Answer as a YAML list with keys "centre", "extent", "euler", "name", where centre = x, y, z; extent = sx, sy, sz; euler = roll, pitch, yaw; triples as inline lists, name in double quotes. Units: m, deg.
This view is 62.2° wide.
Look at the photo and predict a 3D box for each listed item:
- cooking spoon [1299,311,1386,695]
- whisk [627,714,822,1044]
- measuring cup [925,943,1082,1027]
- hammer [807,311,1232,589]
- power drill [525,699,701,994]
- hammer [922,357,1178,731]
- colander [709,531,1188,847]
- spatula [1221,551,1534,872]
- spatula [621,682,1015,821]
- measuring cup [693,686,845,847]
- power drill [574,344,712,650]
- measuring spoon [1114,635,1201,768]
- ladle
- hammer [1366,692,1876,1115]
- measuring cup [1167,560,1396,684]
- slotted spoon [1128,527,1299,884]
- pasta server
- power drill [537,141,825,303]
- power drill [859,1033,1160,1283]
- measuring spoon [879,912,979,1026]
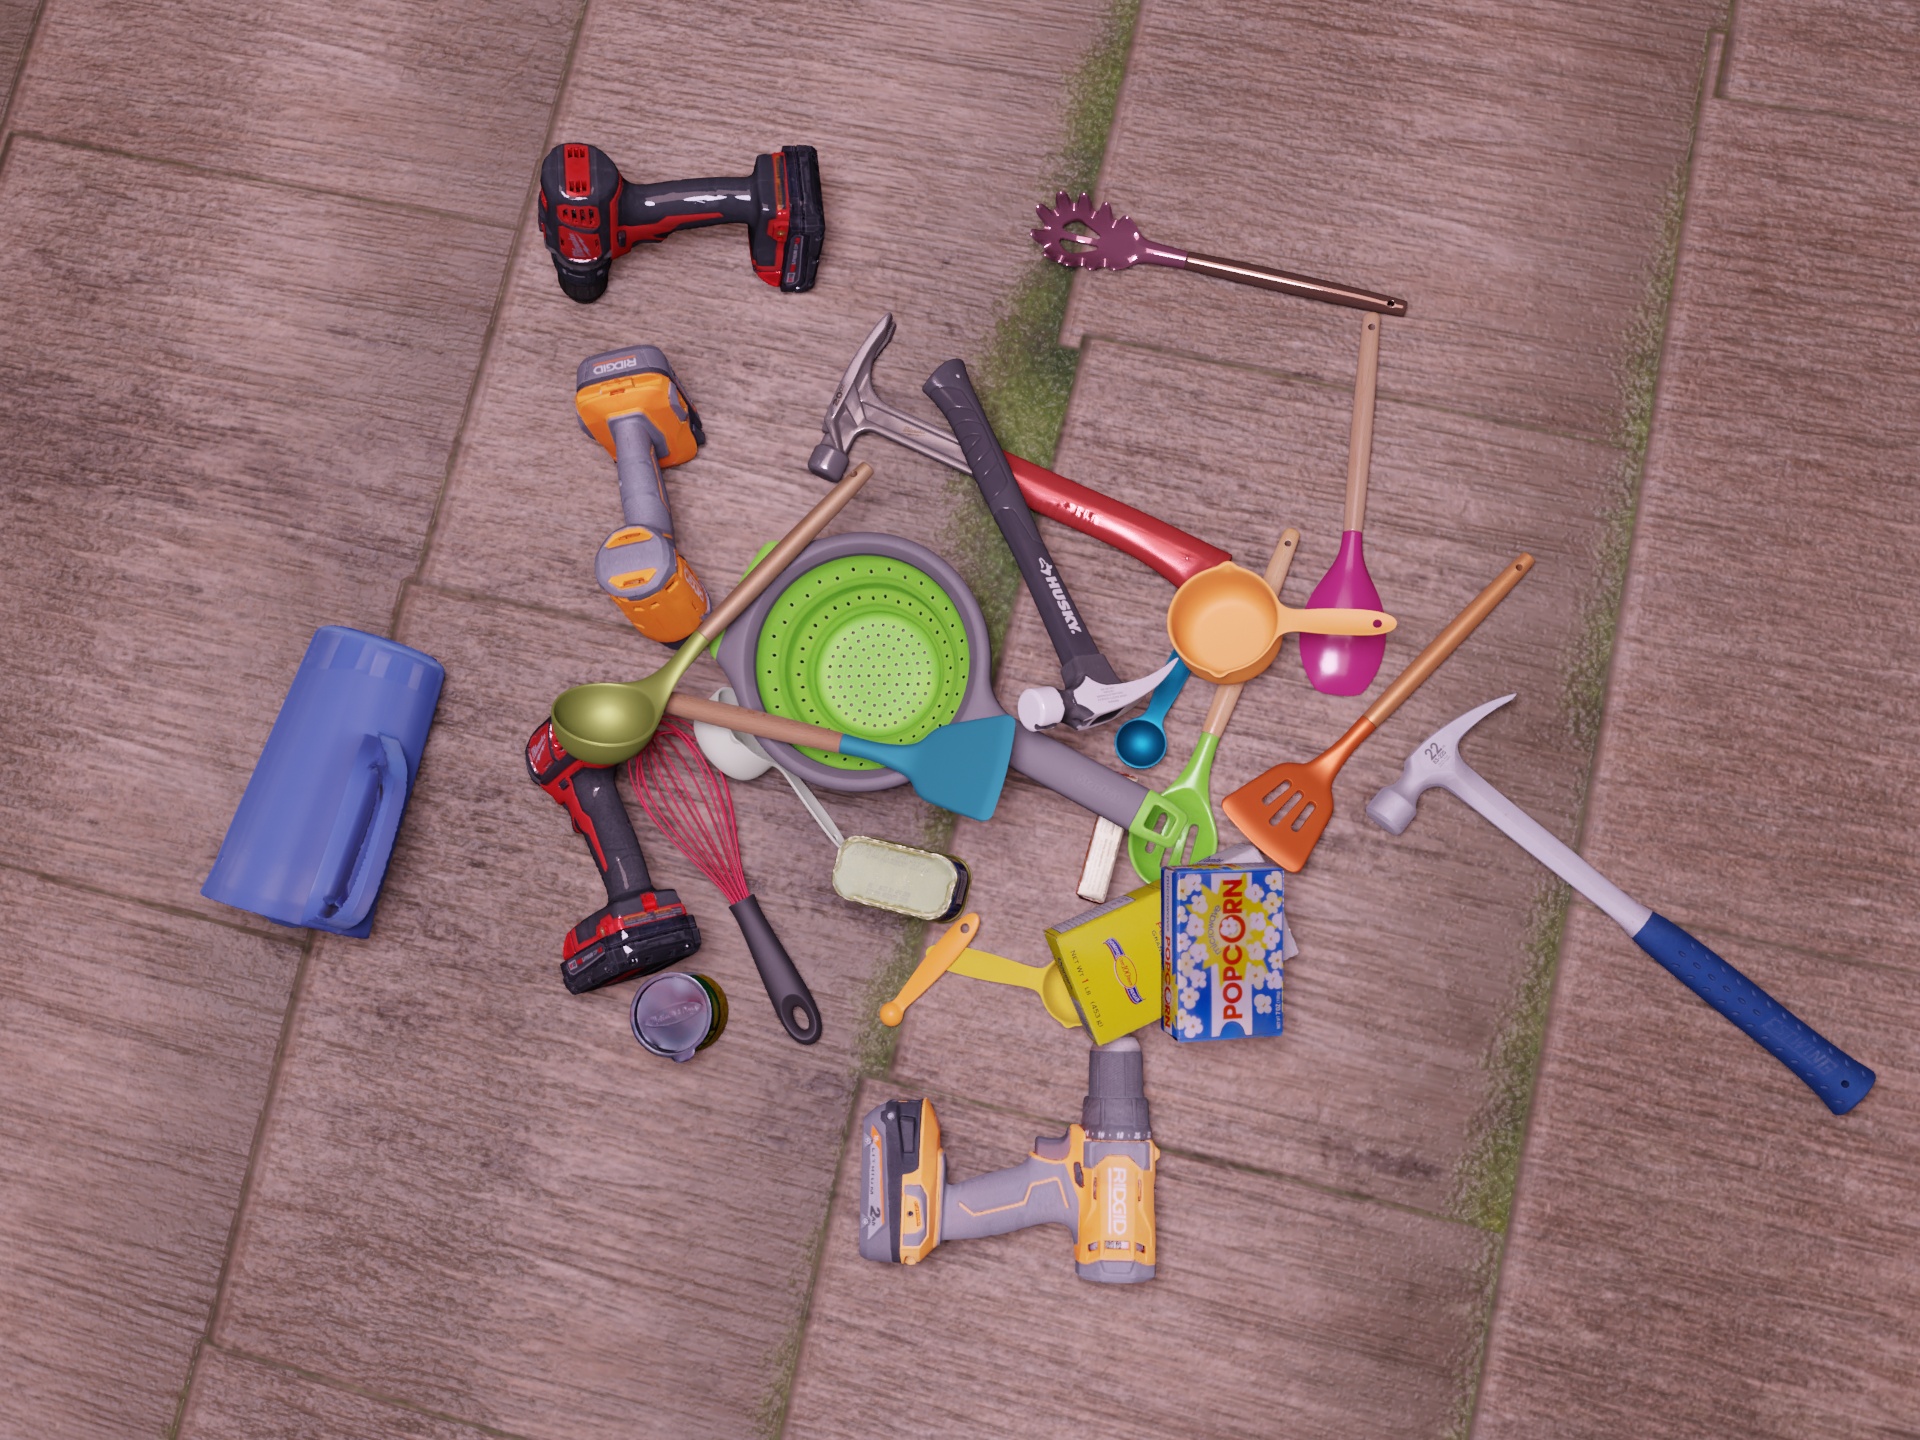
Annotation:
- centre: [0.321, -0.178, 1.292]
  extent: [0.069, 0.017, 0.319]
  euler: [6, 83, 7]
  name: "cooking spoon"
- centre: [-0.187, 0.129, 1.290]
  extent: [0.073, 0.073, 0.296]
  euler: [-28, 87, 2]
  name: "whisk"
- centre: [0.048, 0.203, 1.271]
  extent: [0.156, 0.029, 0.062]
  euler: [11, 83, 20]
  name: "measuring cup"
- centre: [0.059, -0.205, 1.318]
  extent: [0.359, 0.036, 0.149]
  euler: [25, 86, 10]
  name: "hammer"
- centre: [-0.291, 0.098, 1.271]
  extent: [0.078, 0.143, 0.220]
  euler: [-10, 77, -38]
  name: "power drill"
- centre: [0.053, -0.147, 1.251]
  extent: [0.146, 0.035, 0.335]
  euler: [-9, 66, -35]
  name: "hammer"
- centre: [-0.002, -0.004, 1.265]
  extent: [0.397, 0.094, 0.204]
  euler: [28, 88, 9]
  name: "colander"
- centre: [0.341, -0.017, 1.256]
  extent: [0.081, 0.041, 0.322]
  euler: [44, 88, 11]
  name: "spatula"
- centre: [-0.116, 0.007, 1.208]
  extent: [0.317, 0.044, 0.082]
  euler: [12, 78, 10]
  name: "spatula"
- centre: [-0.156, 0.049, 1.298]
  extent: [0.038, 0.083, 0.167]
  euler: [-36, 96, 18]
  name: "measuring cup"
- centre: [-0.249, -0.171, 1.300]
  extent: [0.084, 0.164, 0.227]
  euler: [-12, 68, 5]
  name: "power drill"
- centre: [0.165, -0.017, 1.292]
  extent: [0.042, 0.021, 0.129]
  euler: [26, 76, 10]
  name: "measuring spoon"
- centre: [-0.183, -0.089, 1.213]
  extent: [0.078, 0.062, 0.320]
  euler: [38, 80, 30]
  name: "ladle"
- centre: [0.516, 0.144, 1.216]
  extent: [0.405, 0.035, 0.144]
  euler: [40, 88, 10]
  name: "hammer"
- centre: [0.251, -0.070, 1.242]
  extent: [0.173, 0.052, 0.095]
  euler: [2, 75, 16]
  name: "measuring cup"
- centre: [0.213, -0.011, 1.278]
  extent: [0.070, 0.031, 0.314]
  euler: [22, 83, 7]
  name: "slotted spoon"
- centre: [0.215, -0.379, 1.324]
  extent: [0.316, 0.040, 0.060]
  euler: [15, 96, 7]
  name: "pasta server"
- centre: [-0.235, -0.407, 1.329]
  extent: [0.226, 0.188, 0.080]
  euler: [-4, 76, -13]
  name: "power drill"
- centre: [0.040, 0.332, 1.224]
  extent: [0.226, 0.084, 0.185]
  euler: [1, 80, 3]
  name: "power drill"
- centre: [-0.025, 0.199, 1.275]
  extent: [0.021, 0.011, 0.117]
  euler: [42, 95, 23]
  name: "measuring spoon"
